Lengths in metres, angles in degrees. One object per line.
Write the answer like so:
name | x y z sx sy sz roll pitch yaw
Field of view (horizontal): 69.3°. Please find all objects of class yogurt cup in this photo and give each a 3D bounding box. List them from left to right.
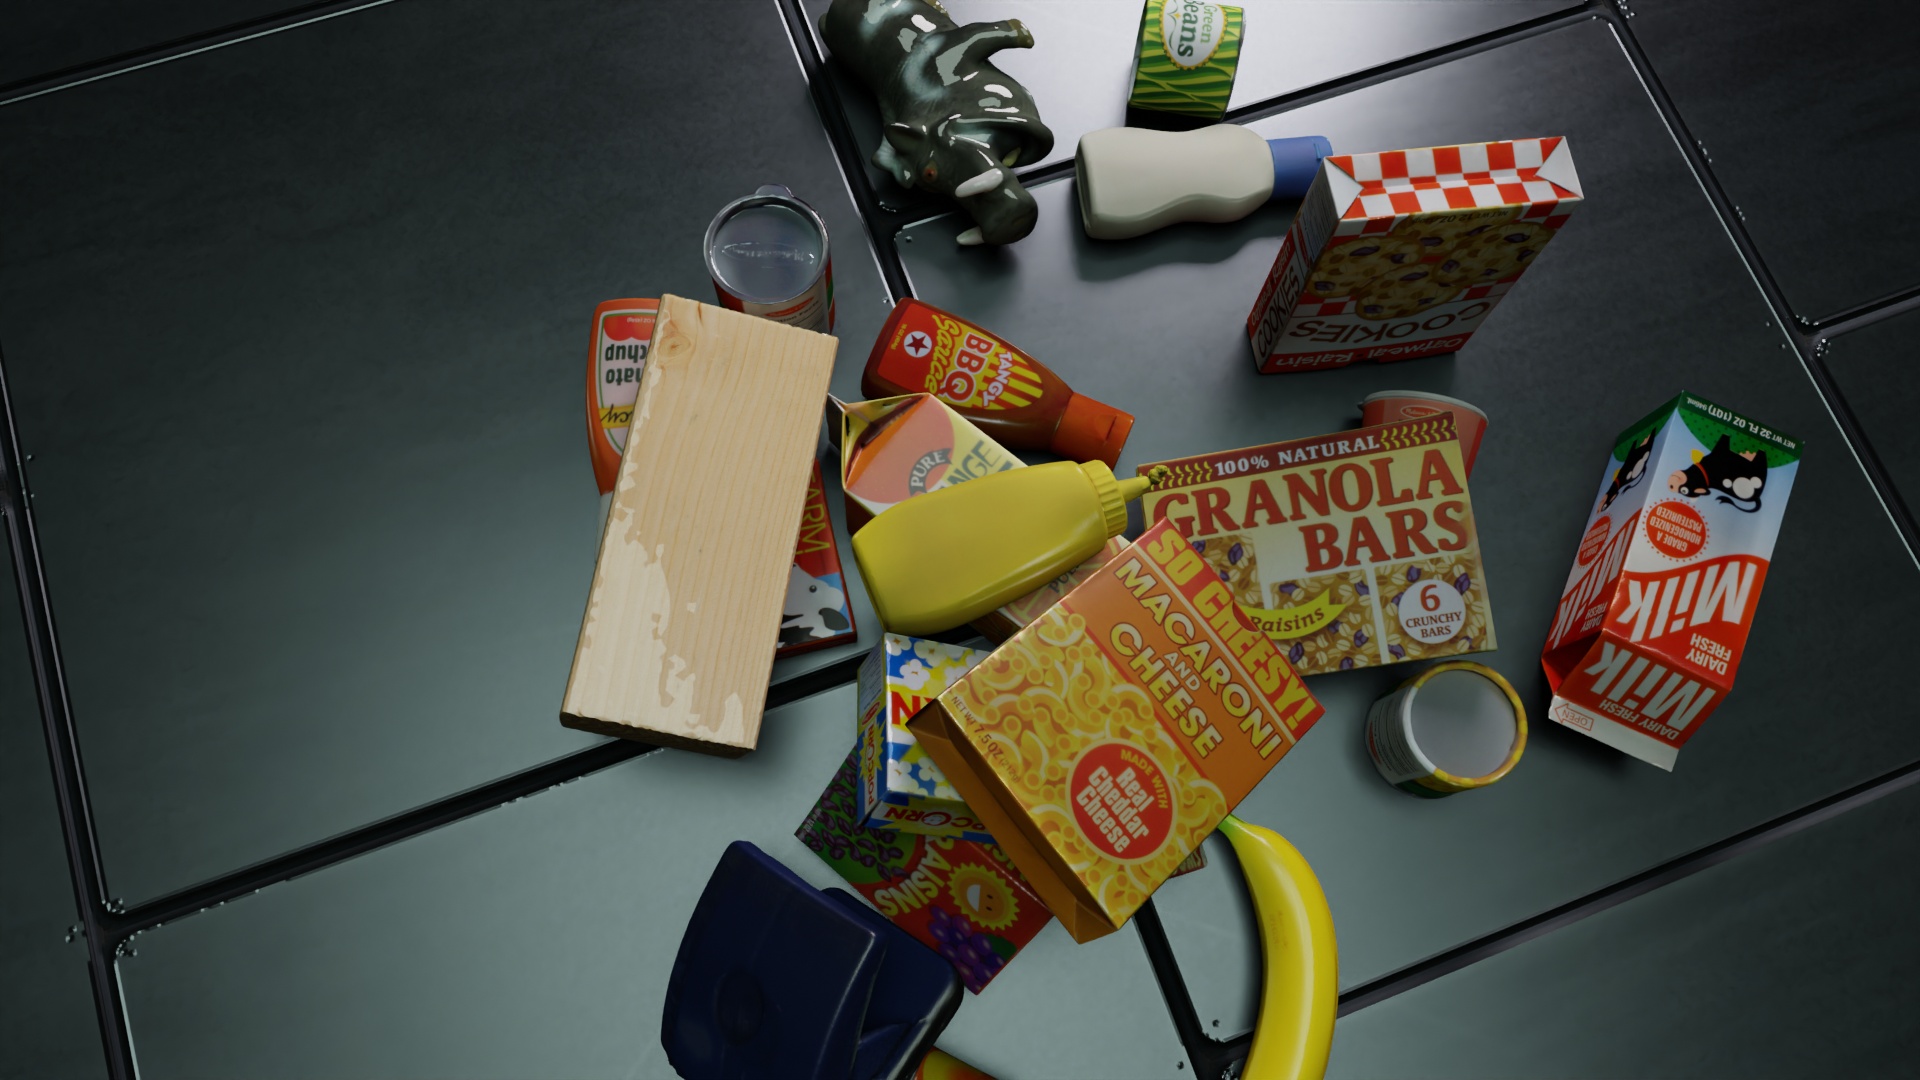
yogurt cup | 0.253 -0.048 0.770 0.072 0.072 0.054 13 82 1

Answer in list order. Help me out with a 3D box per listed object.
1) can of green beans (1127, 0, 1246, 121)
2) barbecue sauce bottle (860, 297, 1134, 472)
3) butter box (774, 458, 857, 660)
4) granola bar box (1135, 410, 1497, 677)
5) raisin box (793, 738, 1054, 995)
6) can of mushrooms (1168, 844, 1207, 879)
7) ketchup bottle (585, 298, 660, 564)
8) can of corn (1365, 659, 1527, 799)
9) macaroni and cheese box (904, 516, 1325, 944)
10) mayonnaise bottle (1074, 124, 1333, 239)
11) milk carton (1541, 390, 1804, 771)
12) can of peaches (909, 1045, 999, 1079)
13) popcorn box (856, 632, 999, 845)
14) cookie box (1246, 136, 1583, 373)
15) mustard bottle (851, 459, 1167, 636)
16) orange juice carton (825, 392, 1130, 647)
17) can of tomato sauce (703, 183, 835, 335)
can of green beans | 0.135 -0.290 0.835 0.058 0.071 0.071 9 74 0
barbecue sauce bottle | 0.023 -0.081 0.779 0.148 0.043 0.065 23 70 4
butter box | -0.092 0.010 0.756 0.053 0.024 0.103 -12 74 -5
granola bar box | 0.184 0.008 0.729 0.165 0.039 0.124 -10 84 11
raisin box | -0.012 0.154 0.685 0.123 0.085 0.040 40 37 9
can of mushrooms | 0.089 0.156 0.698 0.071 0.071 0.033 -13 77 -6
ketchup bottle | -0.175 -0.057 0.763 0.065 0.043 0.149 2 74 -3
can of corn | 0.256 0.099 0.729 0.071 0.058 0.071 1 74 -2
macaroni and cheese box | 0.076 0.081 0.636 0.167 0.040 0.124 -35 84 -34
mayonnaise bottle | 0.145 -0.217 0.827 0.148 0.041 0.065 -6 76 -6
milk carton | 0.377 0.024 0.749 0.072 0.073 0.191 24 74 4
can of peaches | -0.007 0.282 0.656 0.058 0.071 0.071 26 74 4
popcorn box | 0.016 0.098 0.657 0.127 0.038 0.085 12 50 -19
cookie box | 0.234 -0.147 0.745 0.123 0.167 0.040 -6 71 -4
mustard bottle | 0.029 -0.004 0.678 0.160 0.048 0.065 -20 76 -10
orange juice carton | 0.003 -0.009 0.742 0.193 0.071 0.073 37 75 8
can of tomato sauce | -0.104 -0.145 0.771 0.071 0.083 0.071 1 74 -2
